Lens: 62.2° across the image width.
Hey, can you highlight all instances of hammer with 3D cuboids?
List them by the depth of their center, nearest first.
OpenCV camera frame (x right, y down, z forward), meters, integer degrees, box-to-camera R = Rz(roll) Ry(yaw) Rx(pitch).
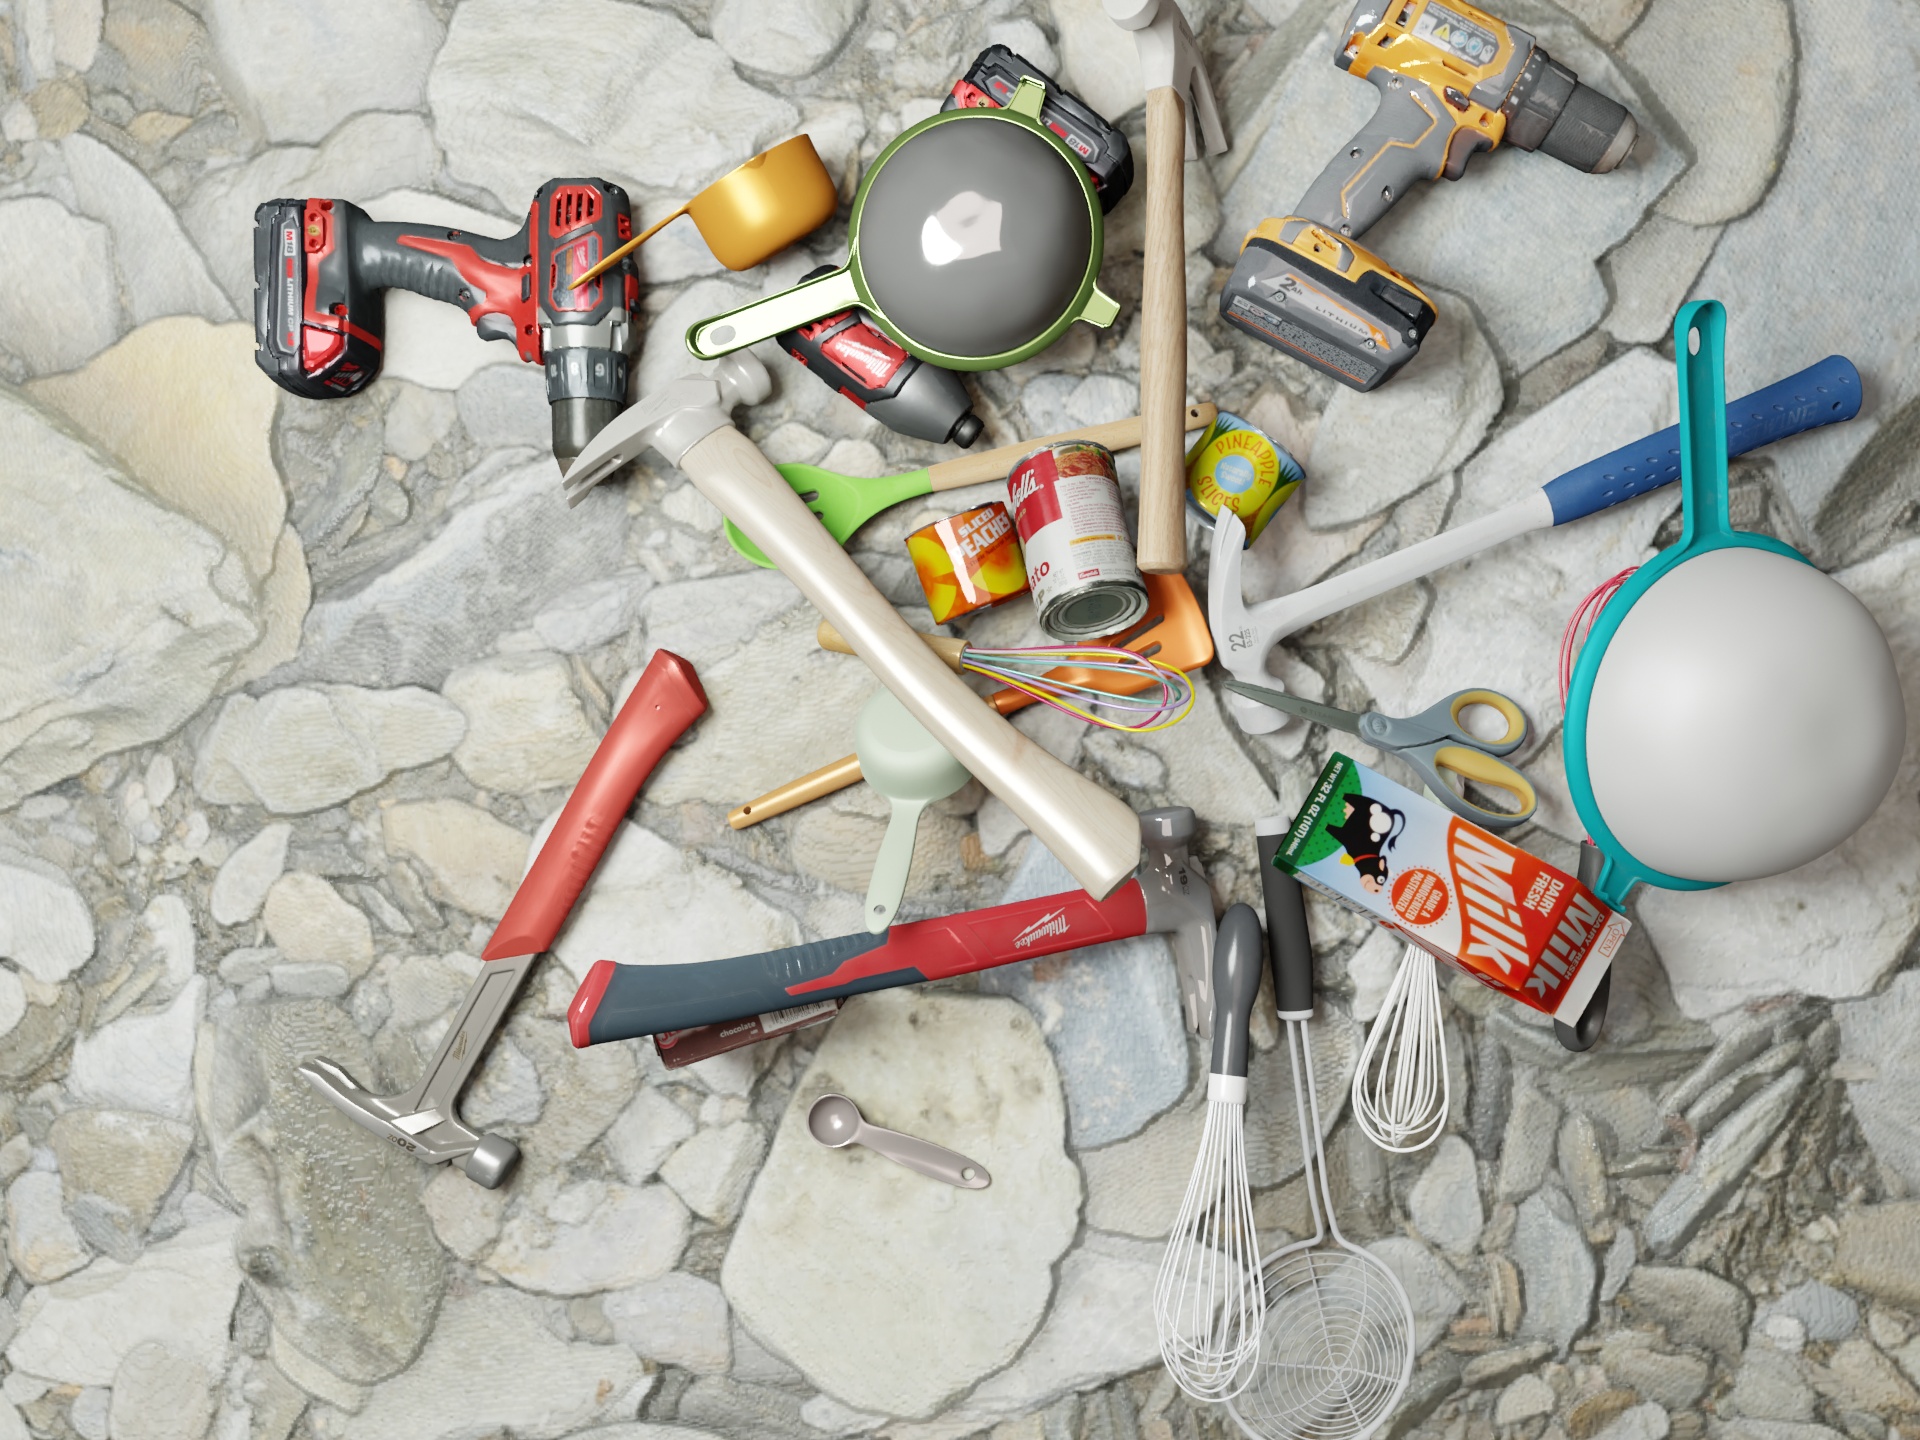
[{"bbox_3d":[-0.029,0.151,0.923,0.386,0.038,0.143,-9,92,-18],"label":"hammer"},{"bbox_3d":[-0.057,-0.047,0.923,0.146,0.038,0.411,-39,74,-17],"label":"hammer"},{"bbox_3d":[0.119,-0.250,0.924,0.031,0.130,0.331,-1,86,28],"label":"hammer"},{"bbox_3d":[0.337,-0.127,0.944,0.405,0.035,0.144,-23,121,0],"label":"hammer"},{"bbox_3d":[-0.274,0.112,1.013,0.149,0.036,0.359,30,93,3],"label":"hammer"}]

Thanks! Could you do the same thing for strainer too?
[{"bbox_3d":[0.439,-0.058,0.866,0.211,0.095,0.340,-15,106,-17],"label":"strainer"},{"bbox_3d":[-0.044,-0.261,0.907,0.256,0.069,0.151,-19,93,7],"label":"strainer"}]

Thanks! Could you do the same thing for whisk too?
[{"bbox_3d":[0.153,0.249,0.936,0.070,0.070,0.285,6,79,4],"label":"whisk"},{"bbox_3d":[0.386,0.055,0.954,0.073,0.073,0.296,5,97,4],"label":"whisk"},{"bbox_3d":[0.022,-0.032,0.956,0.245,0.051,0.047,11,85,22],"label":"whisk"},{"bbox_3d":[0.281,0.139,0.967,0.059,0.057,0.246,7,87,34],"label":"whisk"}]

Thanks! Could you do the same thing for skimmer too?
[{"bbox_3d":[0.196,0.241,0.951,0.127,0.090,0.363,-9,87,39],"label":"skimmer"}]

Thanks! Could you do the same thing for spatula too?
[{"bbox_3d":[-0.002,-0.003,0.988,0.322,0.041,0.081,-24,69,6],"label":"spatula"}]

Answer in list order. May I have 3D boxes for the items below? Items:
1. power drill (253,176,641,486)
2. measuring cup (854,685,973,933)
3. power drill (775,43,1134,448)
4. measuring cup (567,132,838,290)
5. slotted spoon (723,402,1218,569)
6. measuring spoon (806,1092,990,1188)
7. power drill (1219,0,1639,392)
[{"bbox_3d":[-0.313,-0.240,0.995,0.226,0.080,0.188,0,91,1],"label":"power drill"},{"bbox_3d":[-0.034,0.044,0.921,0.083,0.038,0.168,4,52,12],"label":"measuring cup"},{"bbox_3d":[0.002,-0.279,0.970,0.143,0.078,0.219,38,96,3],"label":"power drill"},{"bbox_3d":[-0.152,-0.289,0.965,0.173,0.095,0.052,-35,106,-7],"label":"measuring cup"},{"bbox_3d":[0.007,-0.154,0.994,0.314,0.031,0.070,-13,80,2],"label":"slotted spoon"},{"bbox_3d":[-0.039,0.269,1.010,0.124,0.018,0.034,23,92,-3],"label":"measuring spoon"},{"bbox_3d":[0.279,-0.312,0.948,0.185,0.084,0.226,28,88,2],"label":"power drill"}]
